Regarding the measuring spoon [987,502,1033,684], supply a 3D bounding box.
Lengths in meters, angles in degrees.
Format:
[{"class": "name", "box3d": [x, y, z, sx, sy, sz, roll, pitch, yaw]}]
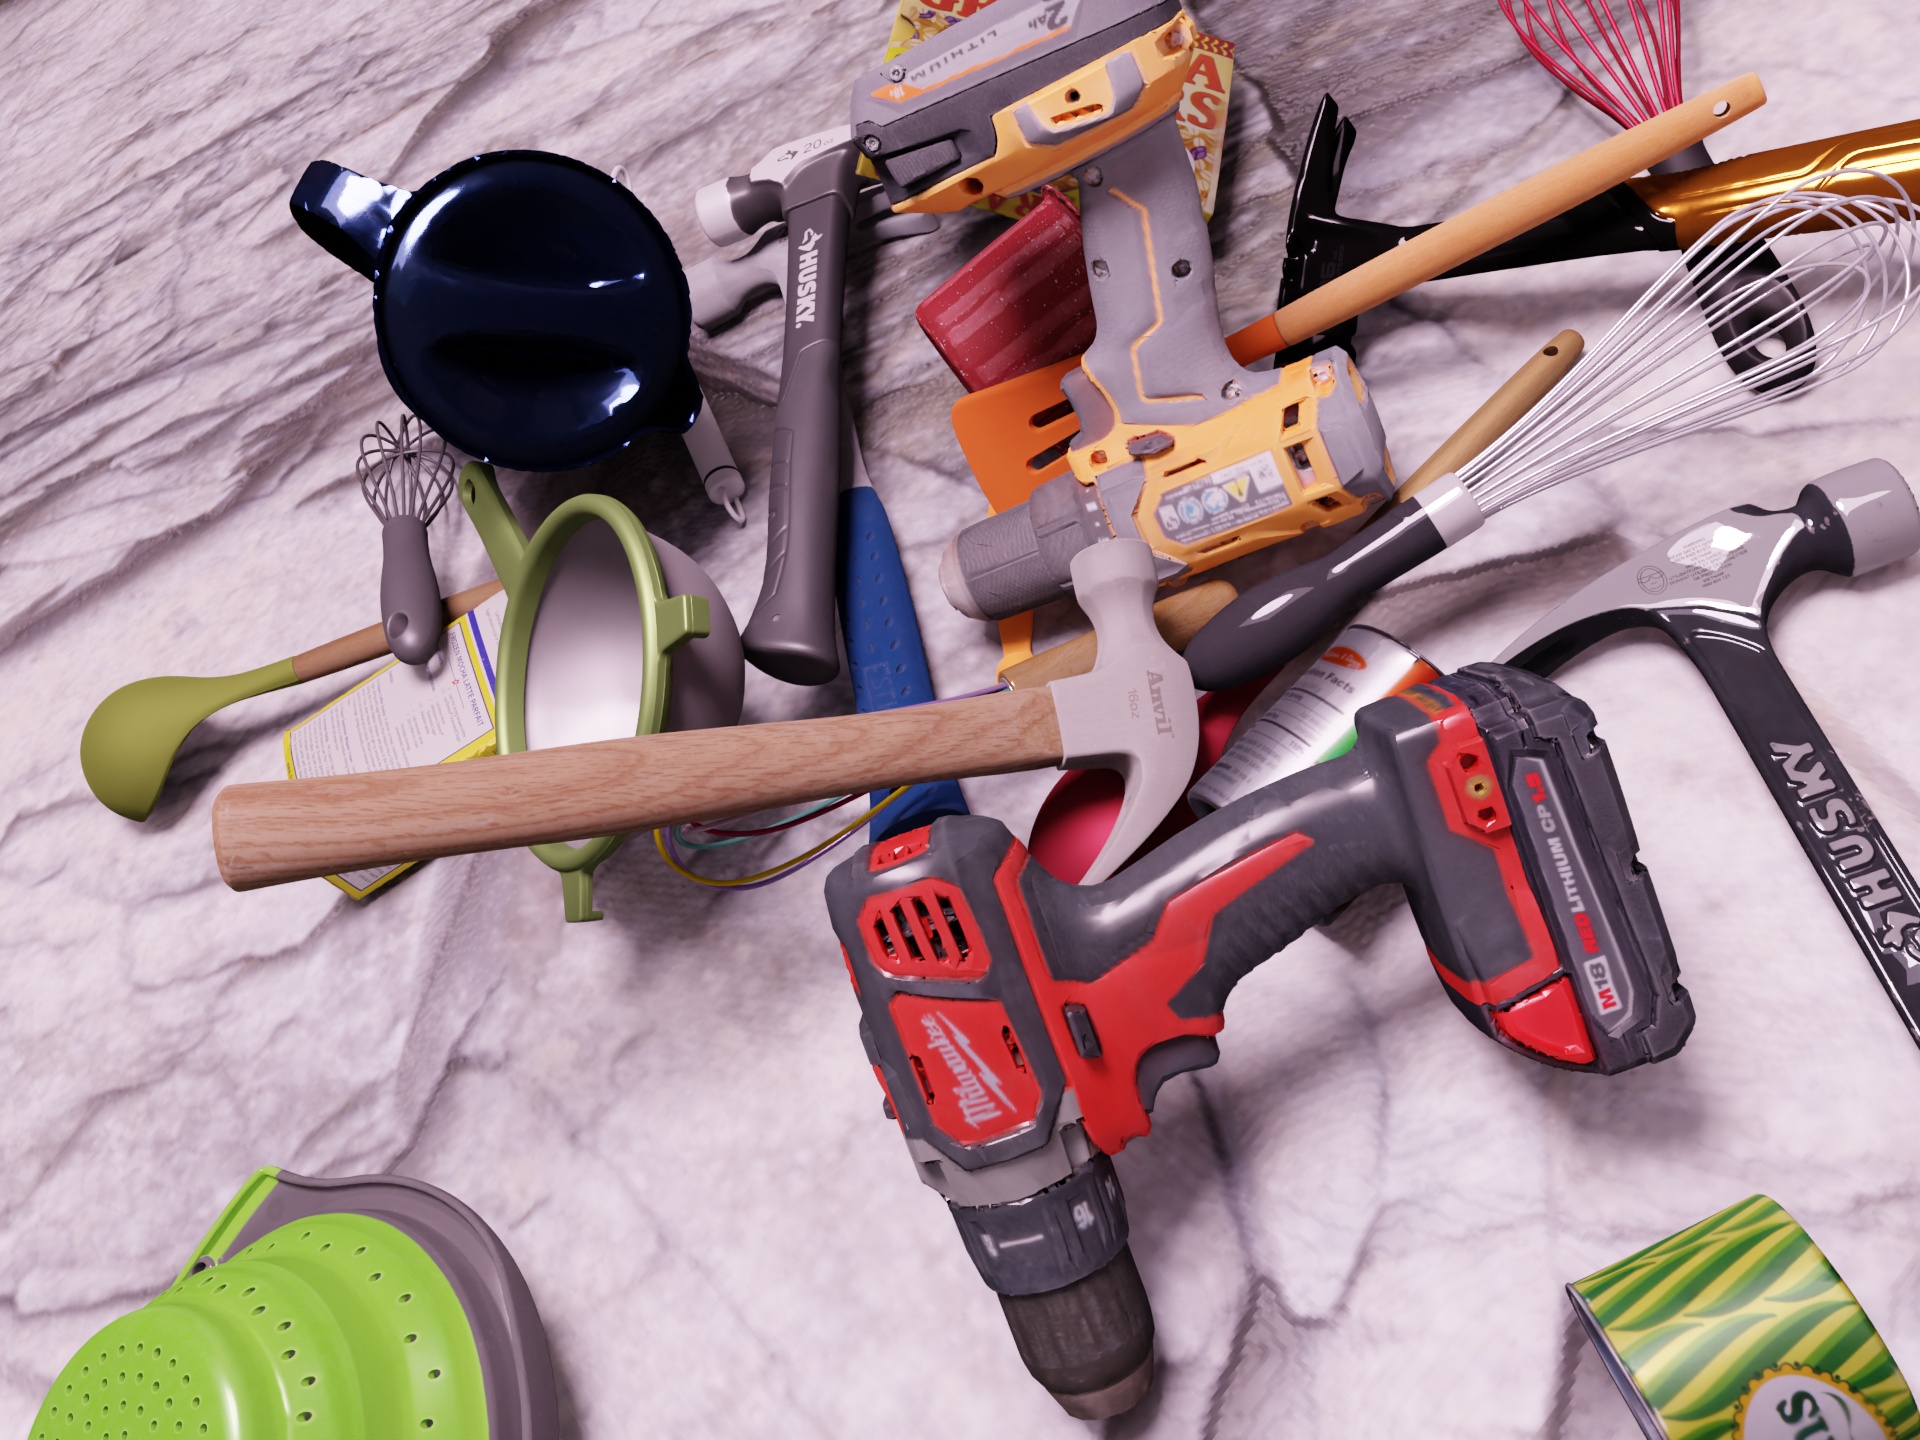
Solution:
[{"class": "measuring spoon", "box3d": [0.021, -0.061, 0.689, 0.021, 0.011, 0.117, -15, 54, 17]}]

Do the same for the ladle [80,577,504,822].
[{"class": "ladle", "box3d": [-0.311, -0.028, 0.824, 0.320, 0.062, 0.078, -19, 50, 6]}]

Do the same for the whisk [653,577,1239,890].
[{"class": "whisk", "box3d": [-0.002, -0.004, 0.606, 0.245, 0.051, 0.047, -24, 51, -13]}]

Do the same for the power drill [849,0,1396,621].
[{"class": "power drill", "box3d": [0.041, -0.151, 0.607, 0.185, 0.226, 0.084, -20, 21, 22]}]

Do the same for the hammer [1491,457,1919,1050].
[{"class": "hammer", "box3d": [0.277, 0.100, 0.438, 0.149, 0.036, 0.409, -22, 52, 14]}]

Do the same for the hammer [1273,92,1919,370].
[{"class": "hammer", "box3d": [0.280, -0.198, 0.591, 0.337, 0.034, 0.127, 2, 78, 36]}]

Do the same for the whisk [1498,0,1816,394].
[{"class": "whisk", "box3d": [0.286, -0.250, 0.657, 0.073, 0.073, 0.296, -18, 59, 16]}]

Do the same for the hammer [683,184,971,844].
[{"class": "hammer", "box3d": [-0.048, -0.112, 0.743, 0.144, 0.035, 0.406, -23, 51, 11]}]

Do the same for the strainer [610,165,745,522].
[{"class": "strainer", "box3d": [-0.160, -0.199, 0.840, 0.050, 0.086, 0.259, -32, 60, 10]}]

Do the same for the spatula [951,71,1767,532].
[{"class": "spatula", "box3d": [0.148, -0.162, 0.626, 0.322, 0.081, 0.041, -23, 16, 27]}]

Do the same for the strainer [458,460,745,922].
[{"class": "strainer", "box3d": [-0.156, -0.043, 0.685, 0.257, 0.069, 0.151, 51, 126, 44]}]

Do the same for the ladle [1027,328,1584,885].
[{"class": "ladle", "box3d": [0.137, -0.042, 0.611, 0.315, 0.031, 0.069, -46, 52, -9]}]

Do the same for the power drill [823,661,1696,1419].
[{"class": "power drill", "box3d": [0.089, 0.095, 0.477, 0.226, 0.080, 0.188, -20, 95, 4]}]

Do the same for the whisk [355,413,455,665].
[{"class": "whisk", "box3d": [-0.283, -0.097, 0.820, 0.055, 0.055, 0.239, -33, 39, 4]}]

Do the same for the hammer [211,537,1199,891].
[{"class": "hammer", "box3d": [-0.078, 0.020, 0.545, 0.331, 0.031, 0.130, -8, 73, -9]}]

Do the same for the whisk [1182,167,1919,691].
[{"class": "whisk", "box3d": [0.198, -0.092, 0.553, 0.284, 0.070, 0.070, -33, 50, 14]}]

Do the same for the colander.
[{"class": "colander", "box3d": [-0.185, 0.291, 0.485, 0.397, 0.094, 0.204, 33, 89, 34]}]

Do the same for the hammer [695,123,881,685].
[{"class": "hammer", "box3d": [-0.065, -0.158, 0.736, 0.146, 0.035, 0.335, -15, 54, 19]}]
